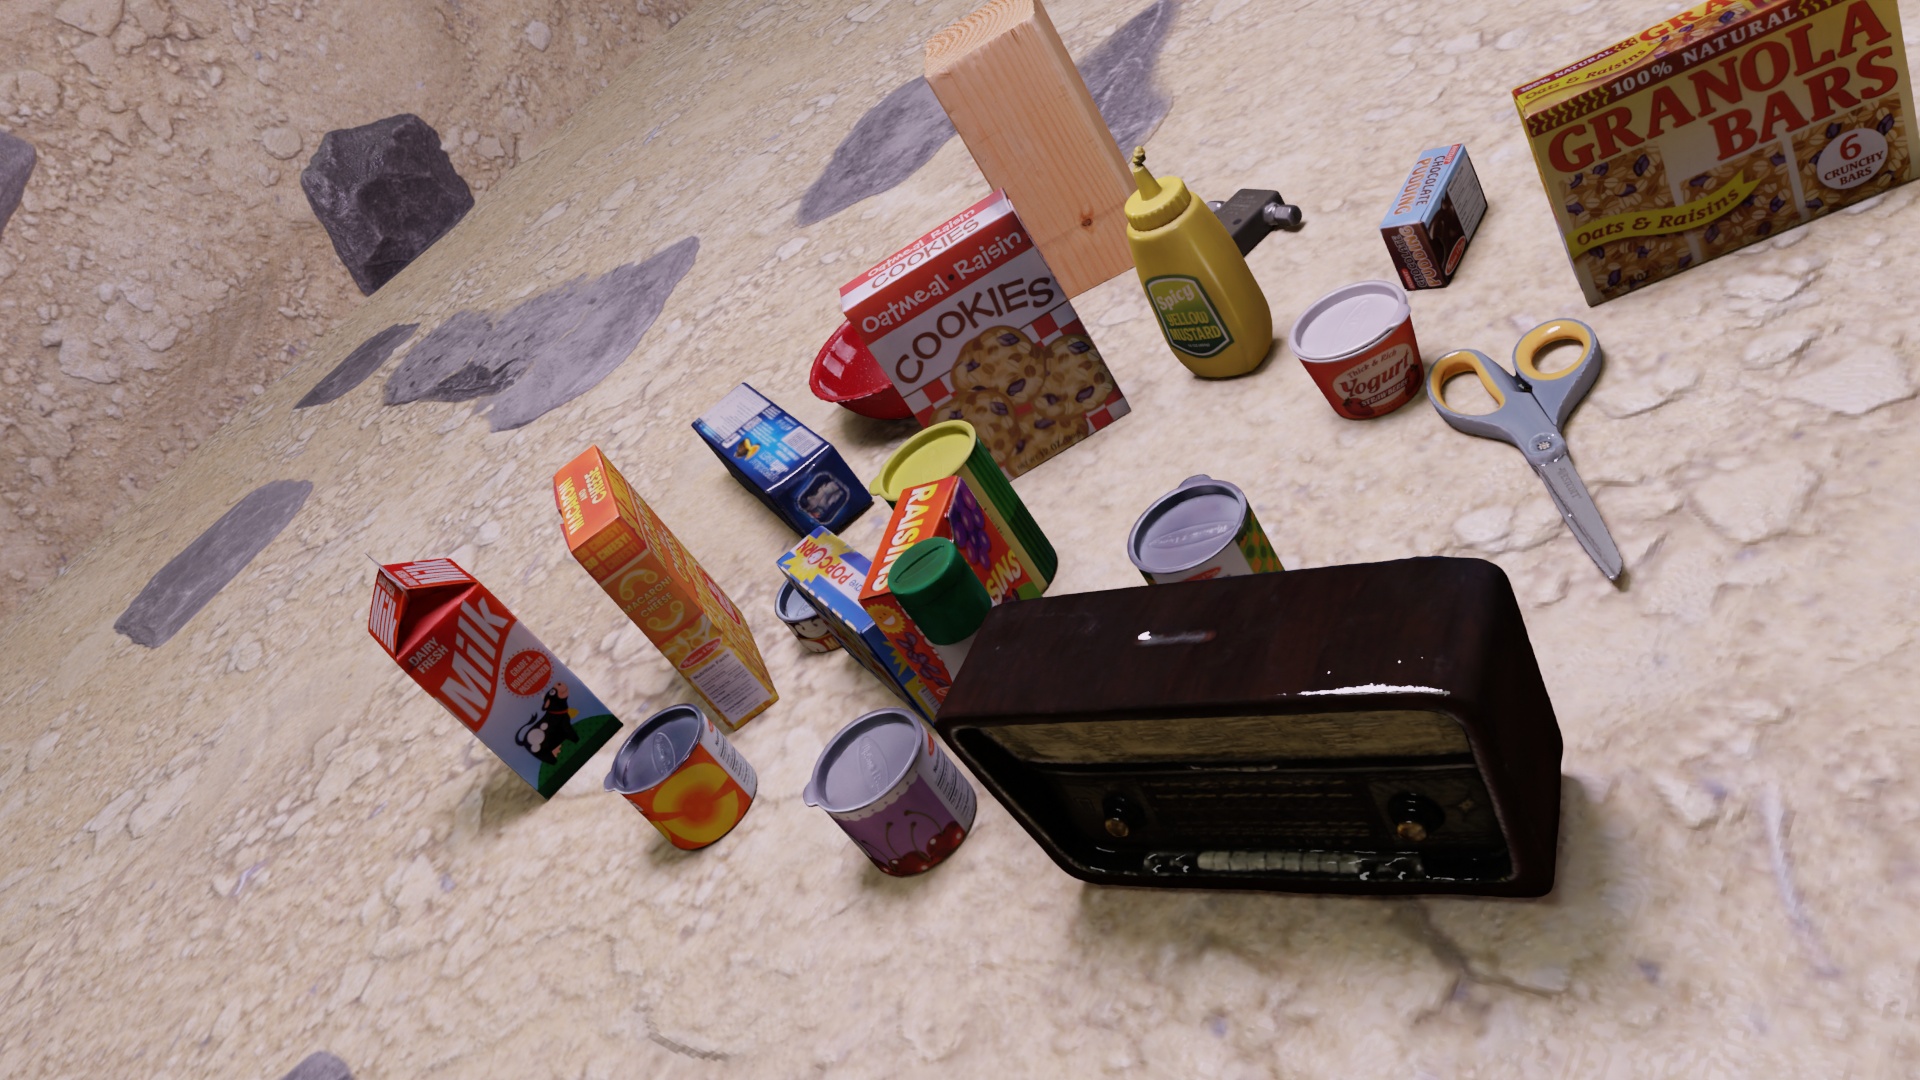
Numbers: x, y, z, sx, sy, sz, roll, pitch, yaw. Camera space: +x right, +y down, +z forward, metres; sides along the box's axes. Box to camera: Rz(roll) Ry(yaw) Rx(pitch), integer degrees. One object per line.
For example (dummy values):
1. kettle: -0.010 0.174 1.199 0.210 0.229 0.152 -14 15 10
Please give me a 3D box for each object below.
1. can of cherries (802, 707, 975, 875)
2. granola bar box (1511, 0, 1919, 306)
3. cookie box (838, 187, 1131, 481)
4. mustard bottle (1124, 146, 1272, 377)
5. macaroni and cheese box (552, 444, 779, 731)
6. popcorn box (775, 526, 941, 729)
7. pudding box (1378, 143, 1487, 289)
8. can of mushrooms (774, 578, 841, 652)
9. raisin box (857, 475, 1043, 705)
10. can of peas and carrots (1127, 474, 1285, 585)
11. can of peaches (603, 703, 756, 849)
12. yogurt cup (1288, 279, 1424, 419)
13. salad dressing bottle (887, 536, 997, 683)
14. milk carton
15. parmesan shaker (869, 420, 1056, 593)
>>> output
1. can of cherries: -0.036 0.130 0.715 0.071 0.058 0.072 -24 33 17
2. granola bar box: 0.384 -0.209 0.708 0.165 0.124 0.039 -22 34 21
3. cookie box: 0.017 -0.123 0.898 0.123 0.167 0.040 -30 32 9
4. mustard bottle: 0.138 -0.172 0.856 0.065 0.159 0.049 1 47 44
5. macaroni and cheese box: -0.191 0.030 0.891 0.040 0.166 0.124 -37 31 -2
6. popcorn box: -0.049 0.049 0.810 0.038 0.085 0.127 -42 32 -11
7. pudding box: 0.291 -0.199 0.853 0.030 0.049 0.084 0 46 44
8. can of mushrooms: -0.084 0.039 0.905 0.071 0.033 0.071 -24 33 17
9. raisin box: 0.004 0.039 0.737 0.040 0.123 0.086 -13 38 32
10. can of peas and carrots: 0.129 0.010 0.719 0.071 0.058 0.071 -24 33 17
11. can of peaches: -0.165 0.141 0.822 0.071 0.058 0.071 -24 33 17
12. yogurt cup: 0.227 -0.106 0.785 0.072 0.053 0.073 -24 33 17
13. salad dressing bottle: 0.017 0.061 0.672 0.064 0.147 0.044 -37 31 -3
14. milk carton: -0.321 0.080 0.925 0.073 0.190 0.072 -47 33 -17
15. parmesan shaker: 0.003 -0.010 0.823 0.071 0.102 0.072 -25 33 17
